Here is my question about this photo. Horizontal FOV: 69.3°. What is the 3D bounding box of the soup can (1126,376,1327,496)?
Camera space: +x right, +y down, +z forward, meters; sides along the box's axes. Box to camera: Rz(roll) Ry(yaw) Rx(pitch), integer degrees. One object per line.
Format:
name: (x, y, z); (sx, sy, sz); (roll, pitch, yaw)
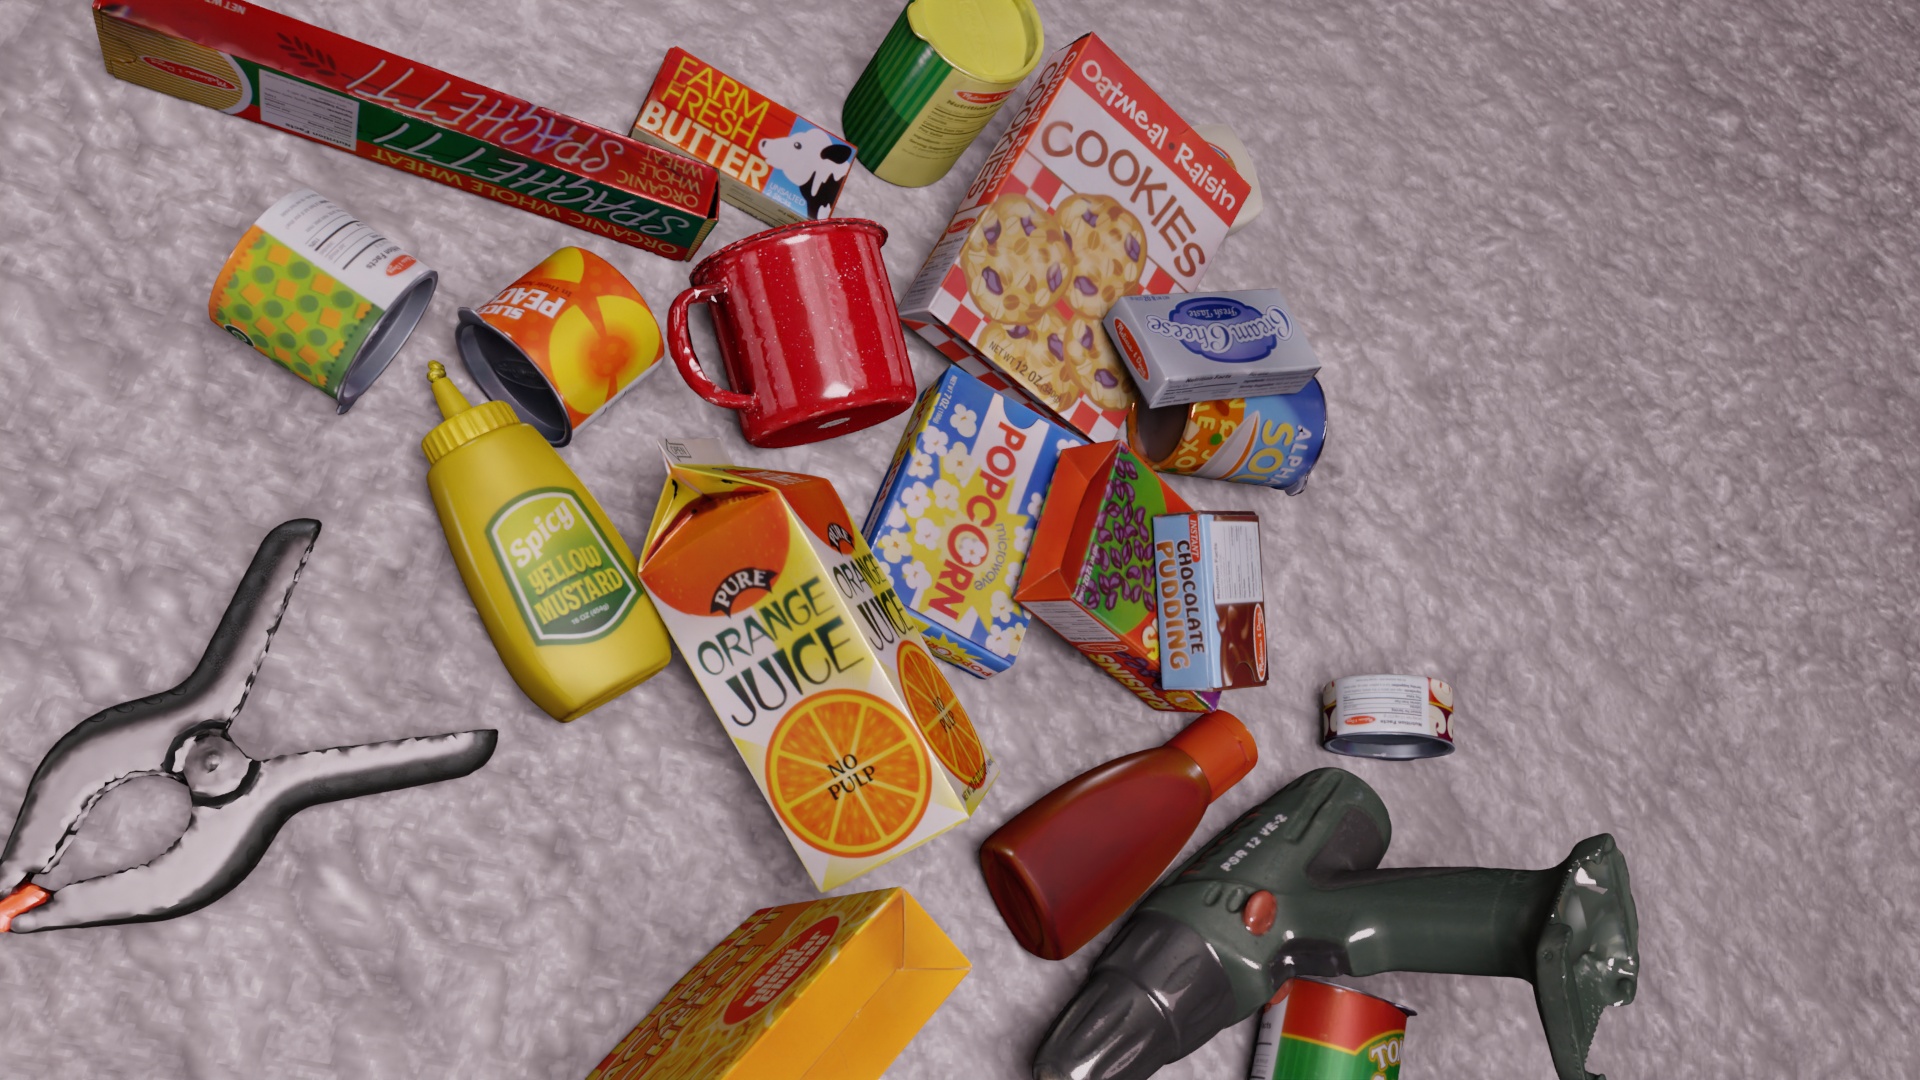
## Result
soup can: (0.140, -0.062, 0.732); (0.084, 0.071, 0.071); (6, 72, -24)

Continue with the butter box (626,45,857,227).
butter box: (-0.106, -0.192, 0.679); (0.103, 0.024, 0.053); (26, 66, -17)

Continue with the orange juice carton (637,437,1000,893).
orange juice carton: (-0.066, 0.040, 0.583); (0.073, 0.072, 0.192); (-30, 89, 13)

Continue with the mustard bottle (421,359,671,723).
mustard bottle: (-0.181, -0.006, 0.571); (0.065, 0.048, 0.160); (-30, 89, -31)

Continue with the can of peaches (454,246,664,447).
can of peaches: (-0.170, -0.084, 0.589); (0.071, 0.071, 0.058); (47, 60, -6)

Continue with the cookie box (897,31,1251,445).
cookie box: (0.061, -0.147, 0.700); (0.123, 0.040, 0.168); (35, 77, -26)

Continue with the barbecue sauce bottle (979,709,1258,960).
barbecue sauce bottle: (0.080, 0.131, 0.657); (0.149, 0.043, 0.064); (-30, 102, -31)

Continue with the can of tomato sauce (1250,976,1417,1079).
can of tomato sauce: (0.171, 0.254, 0.648); (0.071, 0.071, 0.083); (25, 66, -17)

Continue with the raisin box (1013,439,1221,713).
raisin box: (0.088, 0.020, 0.674); (0.123, 0.040, 0.086); (39, 59, -37)

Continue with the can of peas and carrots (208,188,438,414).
can of peas and carrots: (-0.255, -0.095, 0.555); (0.058, 0.070, 0.071); (34, 63, -12)

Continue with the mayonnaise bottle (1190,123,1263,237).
mayonnaise bottle: (0.097, -0.187, 0.765); (0.148, 0.041, 0.065); (-20, 87, -29)

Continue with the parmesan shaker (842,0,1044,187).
parmesan shaker: (-0.014, -0.229, 0.689); (0.071, 0.102, 0.071); (8, 71, -24)

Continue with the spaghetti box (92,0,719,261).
spaghetti box: (-0.229, -0.179, 0.601); (0.250, 0.050, 0.029); (15, 70, -21)

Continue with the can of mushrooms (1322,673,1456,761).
can of mushrooms: (0.224, 0.093, 0.727); (0.071, 0.071, 0.033); (12, 69, -22)

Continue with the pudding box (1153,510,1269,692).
pudding box: (0.118, 0.028, 0.653); (0.050, 0.030, 0.083); (0, 85, -46)

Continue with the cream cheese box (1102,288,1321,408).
cream cheese box: (0.126, -0.096, 0.688); (0.104, 0.024, 0.053); (-9, 63, -31)

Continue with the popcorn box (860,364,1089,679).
popcorn box: (0.002, -0.008, 0.666); (0.085, 0.038, 0.127); (28, 64, -15)

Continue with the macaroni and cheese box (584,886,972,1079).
macaroni and cheese box: (-0.080, 0.183, 0.494); (0.040, 0.166, 0.124); (50, 60, -4)
